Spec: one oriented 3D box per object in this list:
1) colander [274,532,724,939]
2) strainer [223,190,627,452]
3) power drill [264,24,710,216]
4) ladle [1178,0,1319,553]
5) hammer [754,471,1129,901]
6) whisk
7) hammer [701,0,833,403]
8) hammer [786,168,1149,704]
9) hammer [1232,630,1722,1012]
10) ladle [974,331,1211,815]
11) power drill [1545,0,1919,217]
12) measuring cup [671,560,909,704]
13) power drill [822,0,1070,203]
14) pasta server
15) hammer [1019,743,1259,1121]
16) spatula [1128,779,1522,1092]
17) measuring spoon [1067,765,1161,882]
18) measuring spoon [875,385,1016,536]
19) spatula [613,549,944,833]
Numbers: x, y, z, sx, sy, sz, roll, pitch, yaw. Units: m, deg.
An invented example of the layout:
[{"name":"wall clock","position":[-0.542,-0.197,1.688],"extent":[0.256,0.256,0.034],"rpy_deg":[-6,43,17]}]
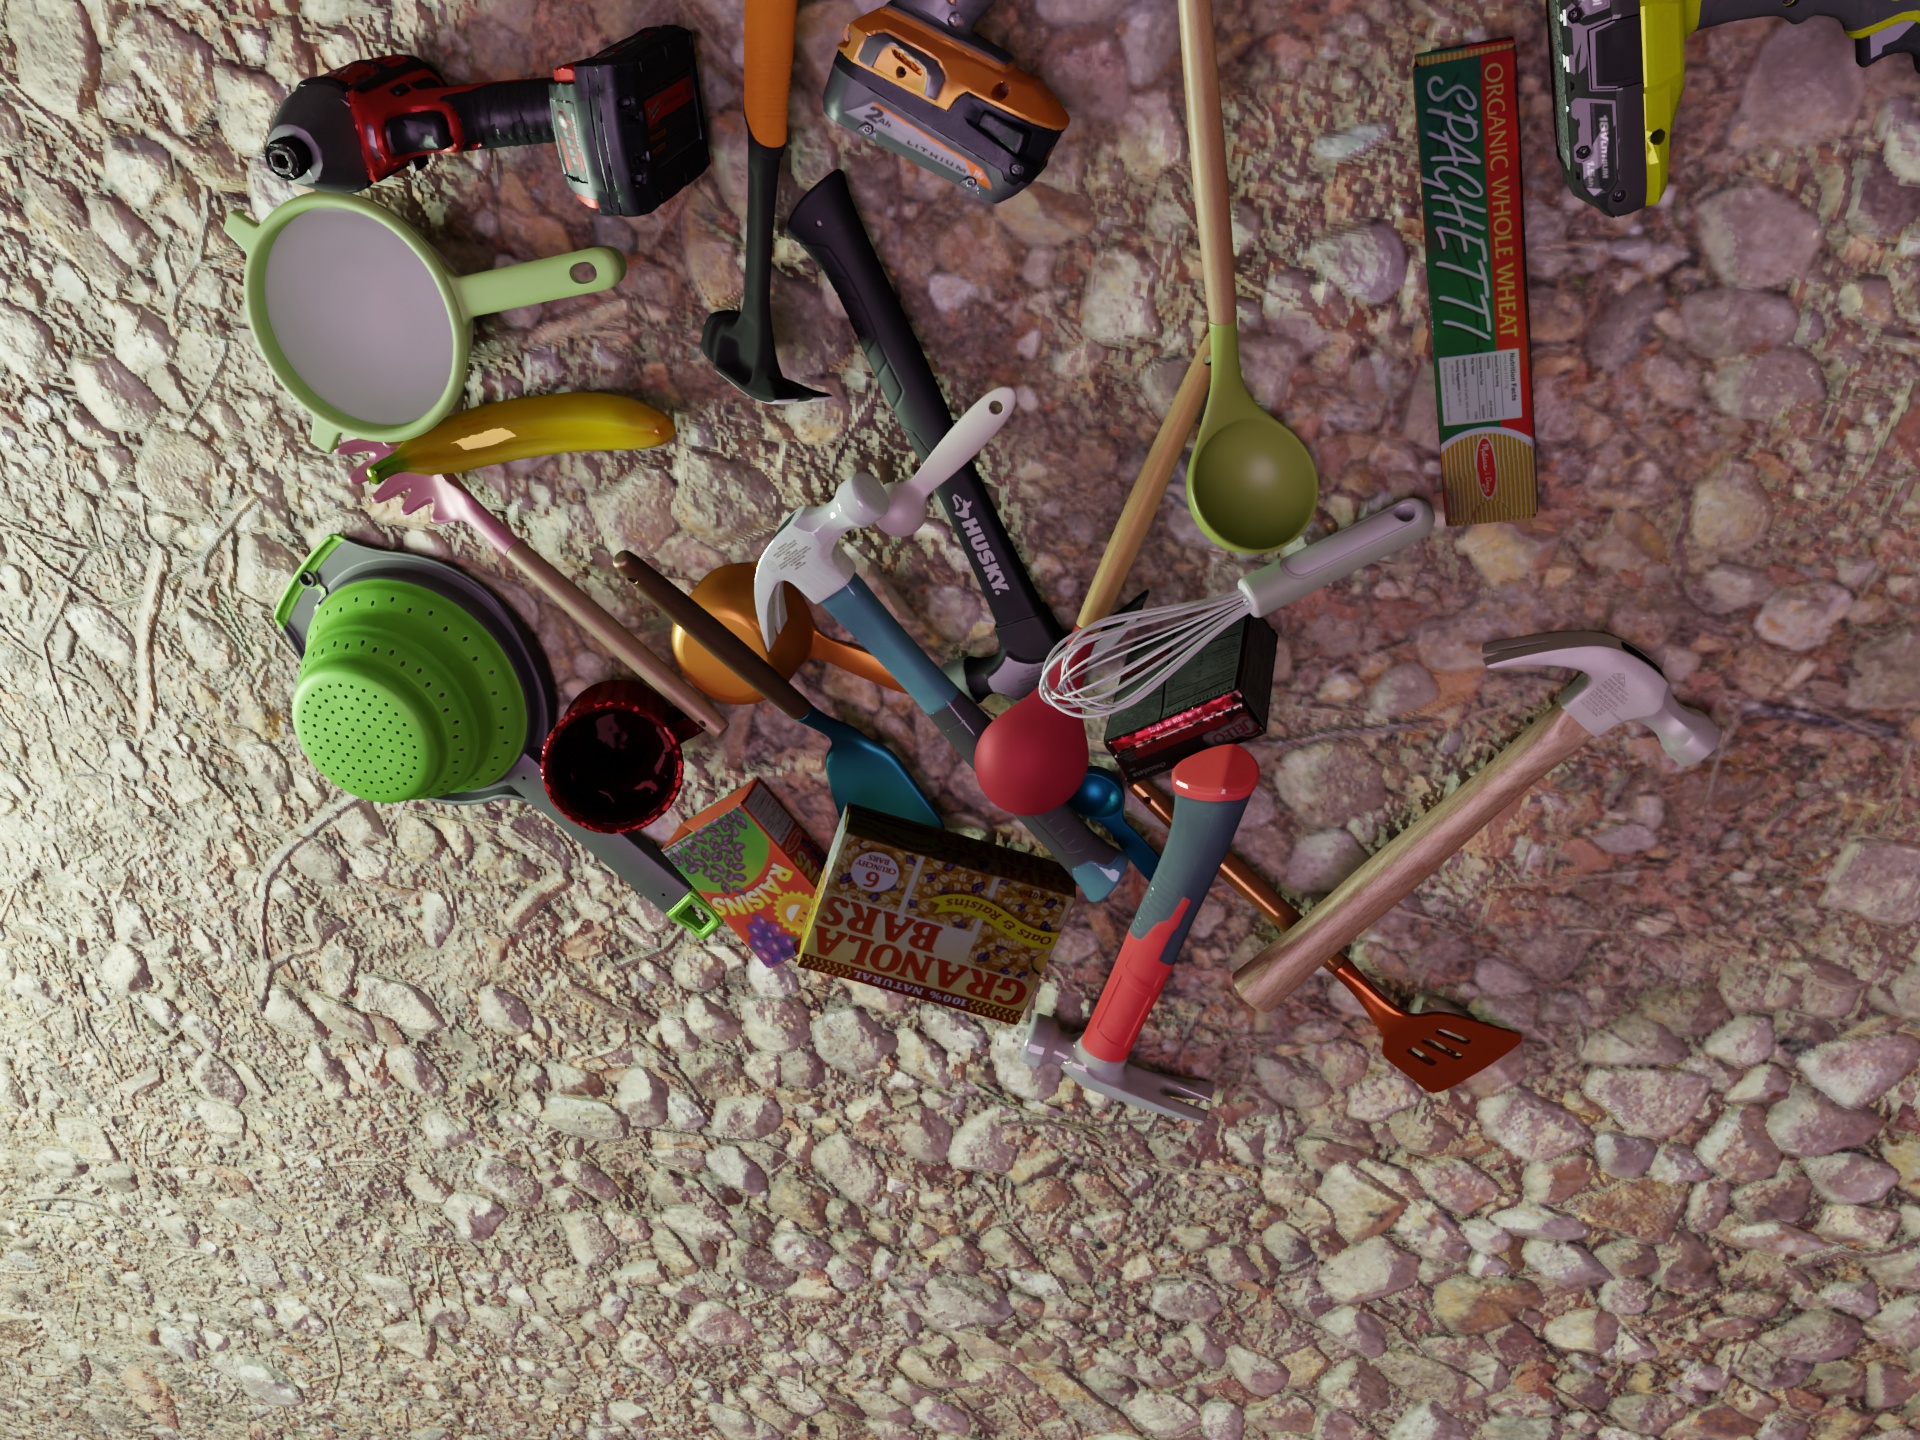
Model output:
[{"name":"colander","position":[-0.338,0.044,1.136],"extent":[0.397,0.094,0.204],"rpy_deg":[42,122,-10]},{"name":"strainer","position":[-0.306,-0.258,0.961],"extent":[0.256,0.069,0.151],"rpy_deg":[-6,116,19]},{"name":"power drill","position":[-0.261,-0.324,0.866],"extent":[0.220,0.143,0.078],"rpy_deg":[3,123,12]},{"name":"ladle","position":[0.140,-0.228,0.821],"extent":[0.078,0.062,0.319],"rpy_deg":[-24,129,-14]},{"name":"hammer","position":[-0.002,-0.003,1.003],"extent":[0.128,0.033,0.330],"rpy_deg":[-27,116,34]},{"name":"whisk","position":[0.157,-0.067,0.906],"extent":[0.246,0.058,0.059],"rpy_deg":[-26,144,1]},{"name":"hammer","position":[-0.101,-0.339,0.841],"extent":[0.034,0.127,0.336],"rpy_deg":[-9,121,-27]},{"name":"hammer","position":[-0.008,-0.165,0.949],"extent":[0.146,0.035,0.334],"rpy_deg":[-16,114,25]},{"name":"hammer","position":[0.290,0.072,0.983],"extent":[0.130,0.031,0.331],"rpy_deg":[40,116,-6]},{"name":"ladle","position":[0.086,-0.077,0.934],"extent":[0.069,0.031,0.315],"rpy_deg":[21,108,-5]},{"name":"power drill","position":[0.393,-0.305,0.720],"extent":[0.228,0.080,0.190],"rpy_deg":[-6,118,17]},{"name":"measuring cup","position":[-0.107,-0.039,1.041],"extent":[0.173,0.052,0.095],"rpy_deg":[20,124,7]},{"name":"power drill","position":[0.049,-0.375,0.782],"extent":[0.185,0.084,0.226],"rpy_deg":[27,119,-2]},{"name":"pasta server","position":[-0.279,-0.092,1.046],"extent":[0.316,0.040,0.060],"rpy_deg":[41,139,2]},{"name":"hammer","position":[0.139,0.148,1.022],"extent":[0.143,0.038,0.386],"rpy_deg":[19,142,5]},{"name":"spatula","position":[0.236,0.143,1.068],"extent":[0.322,0.041,0.081],"rpy_deg":[42,122,-5]},{"name":"measuring spoon","position":[0.115,0.074,1.068],"extent":[0.042,0.021,0.128],"rpy_deg":[-21,121,36]},{"name":"measuring spoon","position":[-0.010,-0.149,0.926],"extent":[0.034,0.018,0.124],"rpy_deg":[42,123,-9]},{"name":"spatula","position":[-0.116,-0.009,1.006],"extent":[0.082,0.044,0.317],"rpy_deg":[-6,149,30]}]
